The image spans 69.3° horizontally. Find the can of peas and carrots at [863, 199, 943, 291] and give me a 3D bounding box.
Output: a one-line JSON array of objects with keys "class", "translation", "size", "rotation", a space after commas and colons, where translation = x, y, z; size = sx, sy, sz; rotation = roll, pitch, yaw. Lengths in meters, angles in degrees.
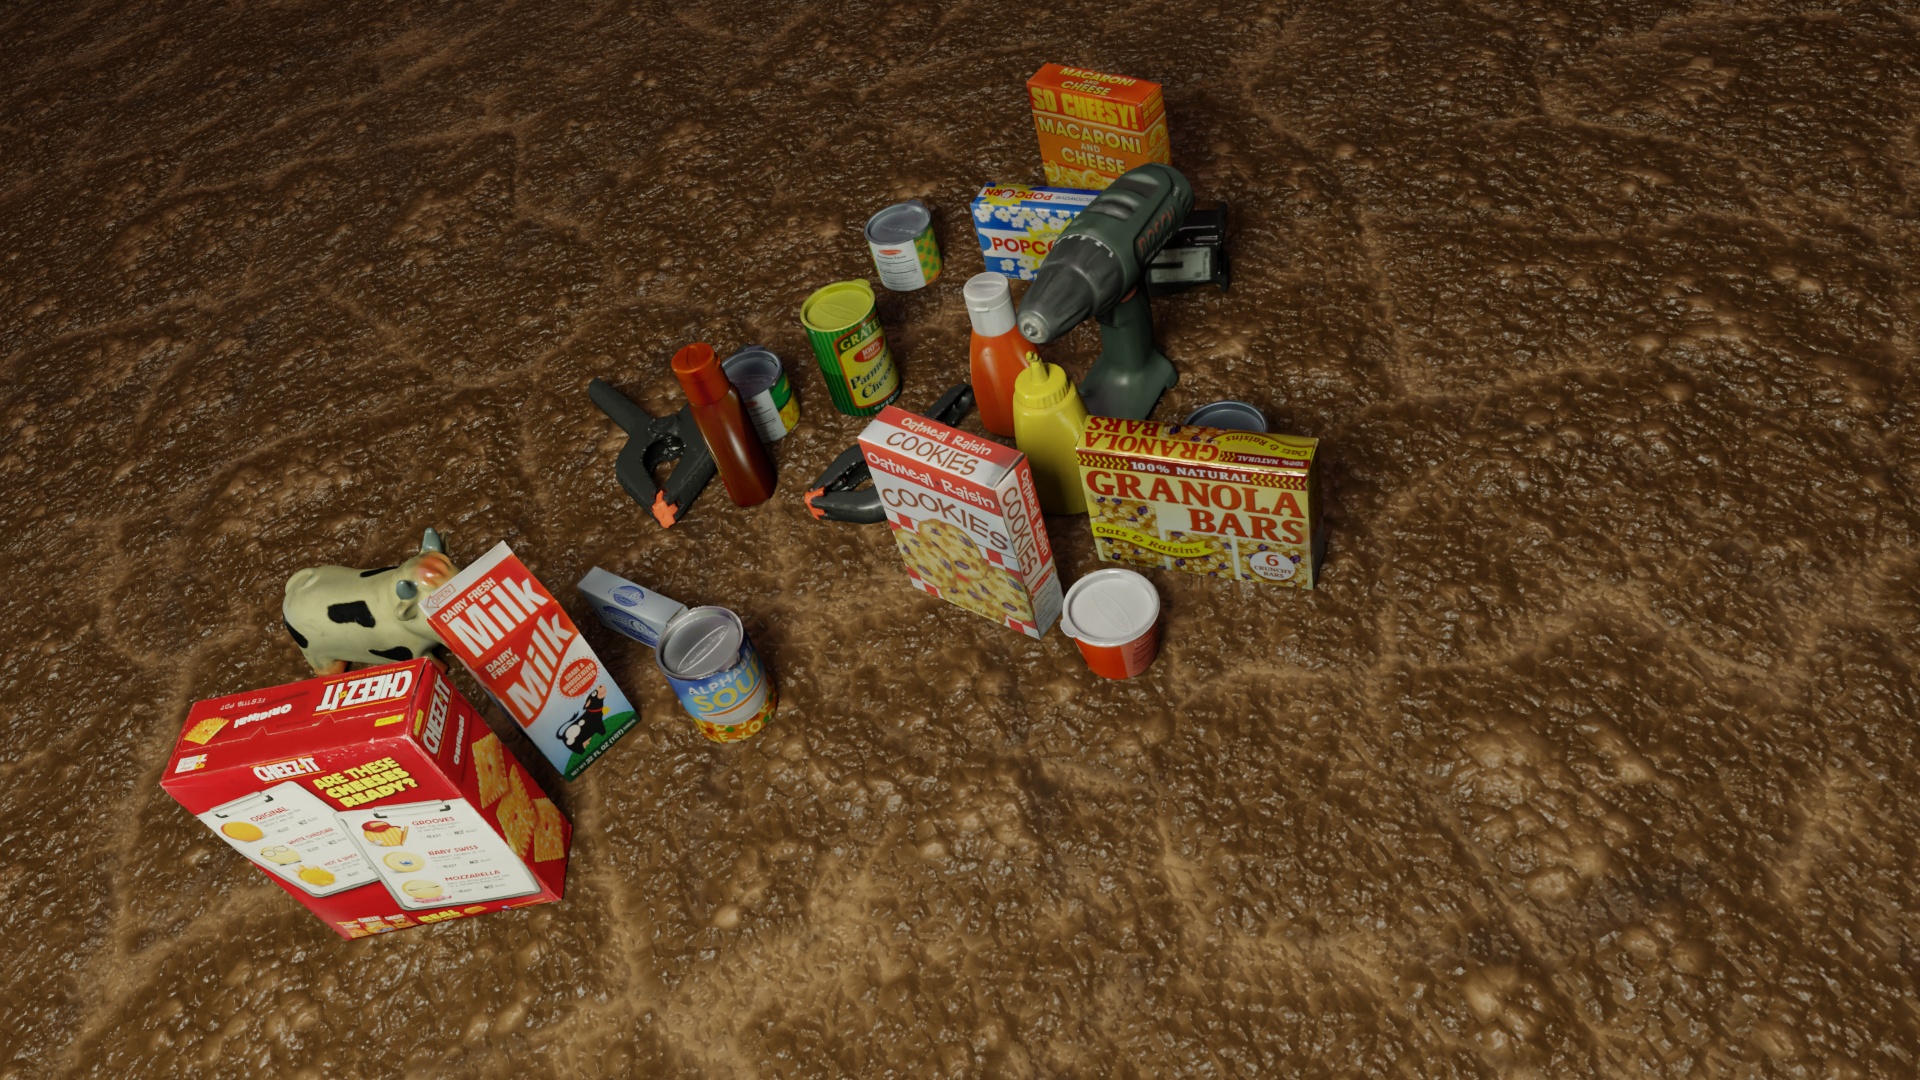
[{"class": "can of peas and carrots", "translation": [-0.053, -0.286, 1.348], "size": [0.071, 0.058, 0.071], "rotation": [-8, 47, 9]}]

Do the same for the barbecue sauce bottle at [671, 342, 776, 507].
[{"class": "barbecue sauce bottle", "translation": [-0.196, -0.098, 1.156], "size": [0.044, 0.147, 0.065], "rotation": [-16, 46, 2]}]

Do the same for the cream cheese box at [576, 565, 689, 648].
[{"class": "cream cheese box", "translation": [-0.251, 0.059, 1.094], "size": [0.104, 0.053, 0.024], "rotation": [19, 57, 30]}]

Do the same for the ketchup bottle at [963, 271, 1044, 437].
[{"class": "ketchup bottle", "translation": [0.036, -0.150, 1.134], "size": [0.065, 0.148, 0.044], "rotation": [3, 50, 19]}]

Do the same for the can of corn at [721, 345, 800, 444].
[{"class": "can of corn", "translation": [-0.182, -0.130, 1.243], "size": [0.071, 0.058, 0.071], "rotation": [-8, 47, 9]}]

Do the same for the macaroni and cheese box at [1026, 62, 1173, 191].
[{"class": "macaroni and cheese box", "translation": [0.134, -0.348, 1.275], "size": [0.124, 0.165, 0.040], "rotation": [23, 59, 32]}]

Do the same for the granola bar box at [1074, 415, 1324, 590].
[{"class": "granola bar box", "translation": [0.173, -0.027, 0.997], "size": [0.165, 0.123, 0.039], "rotation": [8, 52, 23]}]

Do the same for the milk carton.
[{"class": "milk carton", "translation": [-0.312, 0.083, 0.995], "size": [0.072, 0.189, 0.073], "rotation": [-42, 51, -21]}]

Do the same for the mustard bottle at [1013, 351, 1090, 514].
[{"class": "mustard bottle", "translation": [0.071, -0.087, 1.058], "size": [0.065, 0.159, 0.049], "rotation": [-6, 47, 12]}]

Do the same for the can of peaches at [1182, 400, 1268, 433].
[{"class": "can of peaches", "translation": [0.204, -0.063, 1.068], "size": [0.071, 0.057, 0.071], "rotation": [-8, 47, 9]}]

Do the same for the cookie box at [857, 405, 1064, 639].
[{"class": "cookie box", "translation": [0.004, -0.013, 1.005], "size": [0.123, 0.166, 0.040], "rotation": [22, 58, 32]}]

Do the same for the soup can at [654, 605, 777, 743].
[{"class": "soup can", "translation": [-0.175, 0.100, 1.012], "size": [0.071, 0.083, 0.072], "rotation": [-8, 47, 9]}]

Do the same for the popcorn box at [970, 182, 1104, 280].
[{"class": "popcorn box", "translation": [0.080, -0.283, 1.288], "size": [0.127, 0.084, 0.038], "rotation": [11, 53, 25]}]

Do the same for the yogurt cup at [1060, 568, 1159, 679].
[{"class": "yogurt cup", "translation": [0.110, 0.062, 0.984], "size": [0.072, 0.053, 0.073], "rotation": [-8, 47, 9]}]

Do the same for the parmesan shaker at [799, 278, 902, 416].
[{"class": "parmesan shaker", "translation": [-0.092, -0.169, 1.221], "size": [0.071, 0.102, 0.072], "rotation": [-9, 47, 9]}]
